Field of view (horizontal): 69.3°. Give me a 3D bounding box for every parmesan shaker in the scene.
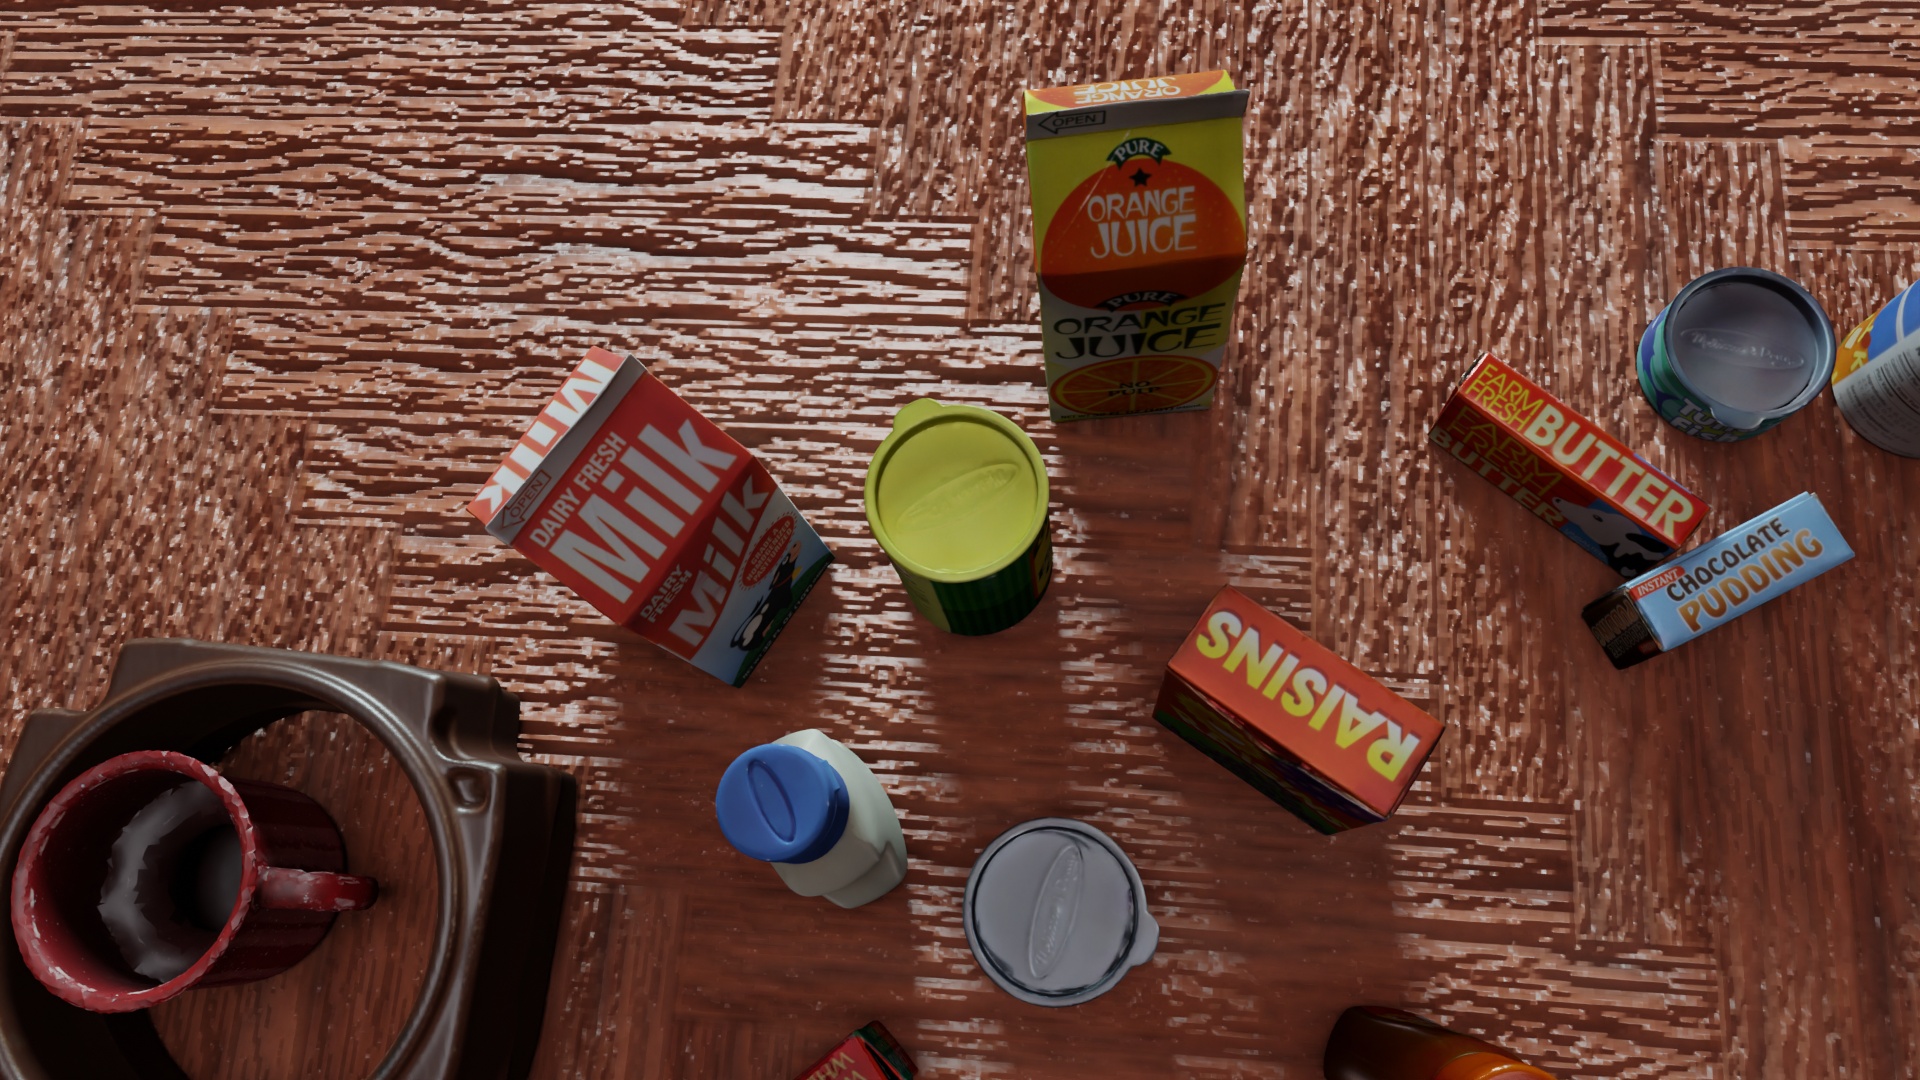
[{"bbox_3d":[0.002,-0.007,0.543,0.071,0.103,0.071,-1,75,5],"label":"parmesan shaker"}]

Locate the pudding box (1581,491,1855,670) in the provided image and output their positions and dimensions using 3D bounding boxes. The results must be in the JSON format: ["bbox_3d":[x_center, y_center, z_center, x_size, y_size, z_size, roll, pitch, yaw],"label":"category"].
[{"bbox_3d":[0.292,0.016,0.539,0.084,0.049,0.030,-26,74,-2],"label":"pudding box"}]

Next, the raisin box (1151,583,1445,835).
[{"bbox_3d":[0.115,0.065,0.503,0.086,0.123,0.040,35,81,13],"label":"raisin box"}]

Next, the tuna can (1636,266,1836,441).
[{"bbox_3d":[0.316,-0.073,0.570,0.071,0.032,0.071,-1,75,5],"label":"tuna can"}]

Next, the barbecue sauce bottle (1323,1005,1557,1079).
[{"bbox_3d":[0.161,0.183,0.454,0.065,0.148,0.044,22,78,10],"label":"barbecue sauce bottle"}]

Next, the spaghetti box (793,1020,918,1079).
[{"bbox_3d":[-0.122,0.266,0.507,0.250,0.050,0.029,-38,75,-6],"label":"spaghetti box"}]

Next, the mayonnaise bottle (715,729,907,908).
[{"bbox_3d":[-0.052,0.098,0.496,0.041,0.147,0.065,-28,75,-2],"label":"mayonnaise bottle"}]

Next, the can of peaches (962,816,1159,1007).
[{"bbox_3d":[0.038,0.140,0.523,0.071,0.058,0.071,-1,75,5],"label":"can of peaches"}]

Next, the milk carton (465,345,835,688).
[{"bbox_3d":[-0.111,-0.007,0.508,0.073,0.190,0.072,34,81,13],"label":"milk carton"}]

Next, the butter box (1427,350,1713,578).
[{"bbox_3d":[0.239,-0.029,0.554,0.103,0.053,0.024,39,82,14],"label":"butter box"}]

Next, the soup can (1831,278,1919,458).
[{"bbox_3d":[0.394,-0.077,0.538,0.071,0.083,0.071,-1,75,5],"label":"soup can"}]

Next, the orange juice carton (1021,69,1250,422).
[{"bbox_3d":[0.063,-0.111,0.520,0.072,0.192,0.073,-5,75,4],"label":"orange juice carton"}]
